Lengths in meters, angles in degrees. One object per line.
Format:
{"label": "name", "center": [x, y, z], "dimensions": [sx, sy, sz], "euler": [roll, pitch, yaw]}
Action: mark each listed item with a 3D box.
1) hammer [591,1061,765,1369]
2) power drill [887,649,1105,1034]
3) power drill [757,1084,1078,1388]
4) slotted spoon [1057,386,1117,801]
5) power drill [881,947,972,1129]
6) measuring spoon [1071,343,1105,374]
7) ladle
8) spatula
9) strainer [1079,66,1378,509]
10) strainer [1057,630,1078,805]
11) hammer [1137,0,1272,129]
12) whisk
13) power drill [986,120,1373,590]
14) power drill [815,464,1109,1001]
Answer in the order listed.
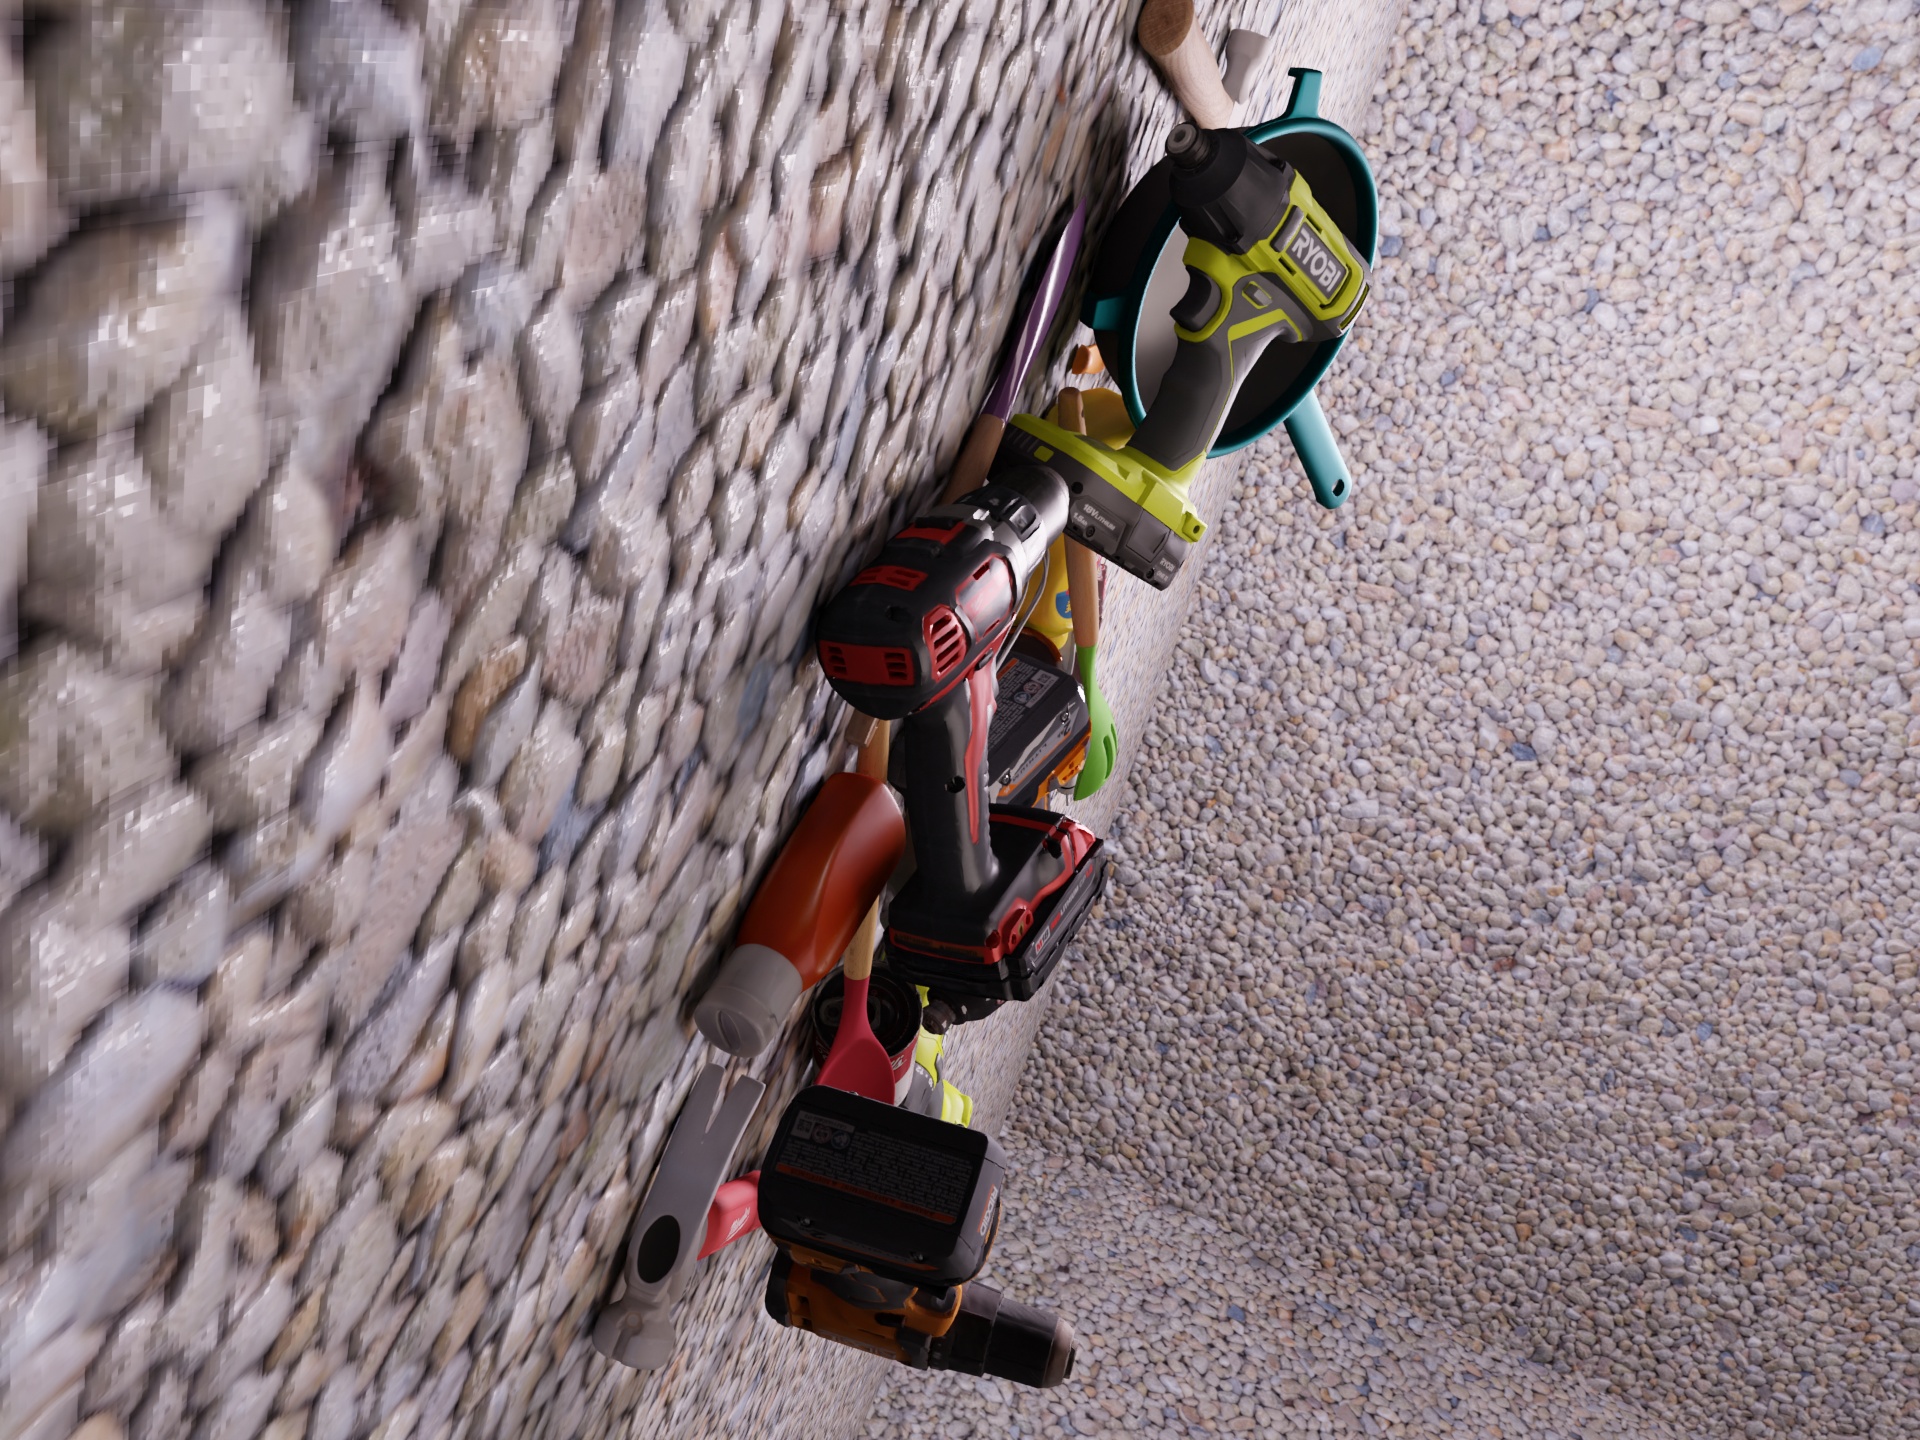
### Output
{"label": "hammer", "center": [-0.115, 0.268, 0.938], "dimensions": [0.386, 0.038, 0.143], "euler": [58, 52, -78]}
{"label": "power drill", "center": [0.020, 0.087, 0.990], "dimensions": [0.164, 0.084, 0.226], "euler": [-46, 145, -32]}
{"label": "power drill", "center": [-0.020, 0.300, 0.877], "dimensions": [0.226, 0.185, 0.084], "euler": [92, 15, -51]}
{"label": "slotted spoon", "center": [0.078, -0.069, 1.003], "dimensions": [0.070, 0.031, 0.313], "euler": [-72, 161, -46]}
{"label": "power drill", "center": [-0.042, 0.286, 1.152], "dimensions": [0.228, 0.080, 0.191], "euler": [89, 13, -45]}
{"label": "measuring spoon", "center": [0.090, -0.238, 1.053], "dimensions": [0.117, 0.011, 0.021], "euler": [-40, 150, -71]}
{"label": "ladle", "center": [-0.055, 0.118, 0.870], "dimensions": [0.069, 0.031, 0.315], "euler": [-24, 130, -43]}
{"label": "spatula", "center": [0.007, -0.131, 0.806], "dimensions": [0.059, 0.018, 0.316], "euler": [87, 25, -75]}
{"label": "strainer", "center": [0.178, -0.248, 1.026], "dimensions": [0.211, 0.095, 0.340], "euler": [-48, 144, -2]}
{"label": "strainer", "center": [0.077, -0.025, 1.229], "dimensions": [0.087, 0.050, 0.258], "euler": [-92, 176, -48]}
{"label": "hammer", "center": [0.145, -0.389, 0.977], "dimensions": [0.331, 0.031, 0.130], "euler": [-36, 146, -72]}
{"label": "whisk", "center": [-0.001, -0.003, 0.855], "dimensions": [0.058, 0.059, 0.246], "euler": [-9, -116, 67]}
{"label": "power drill", "center": [0.117, -0.199, 0.870], "dimensions": [0.171, 0.080, 0.223], "euler": [26, 98, -47]}
{"label": "power drill", "center": [0.013, -0.001, 0.770], "dimensions": [0.188, 0.080, 0.226], "euler": [-48, 136, -48]}
